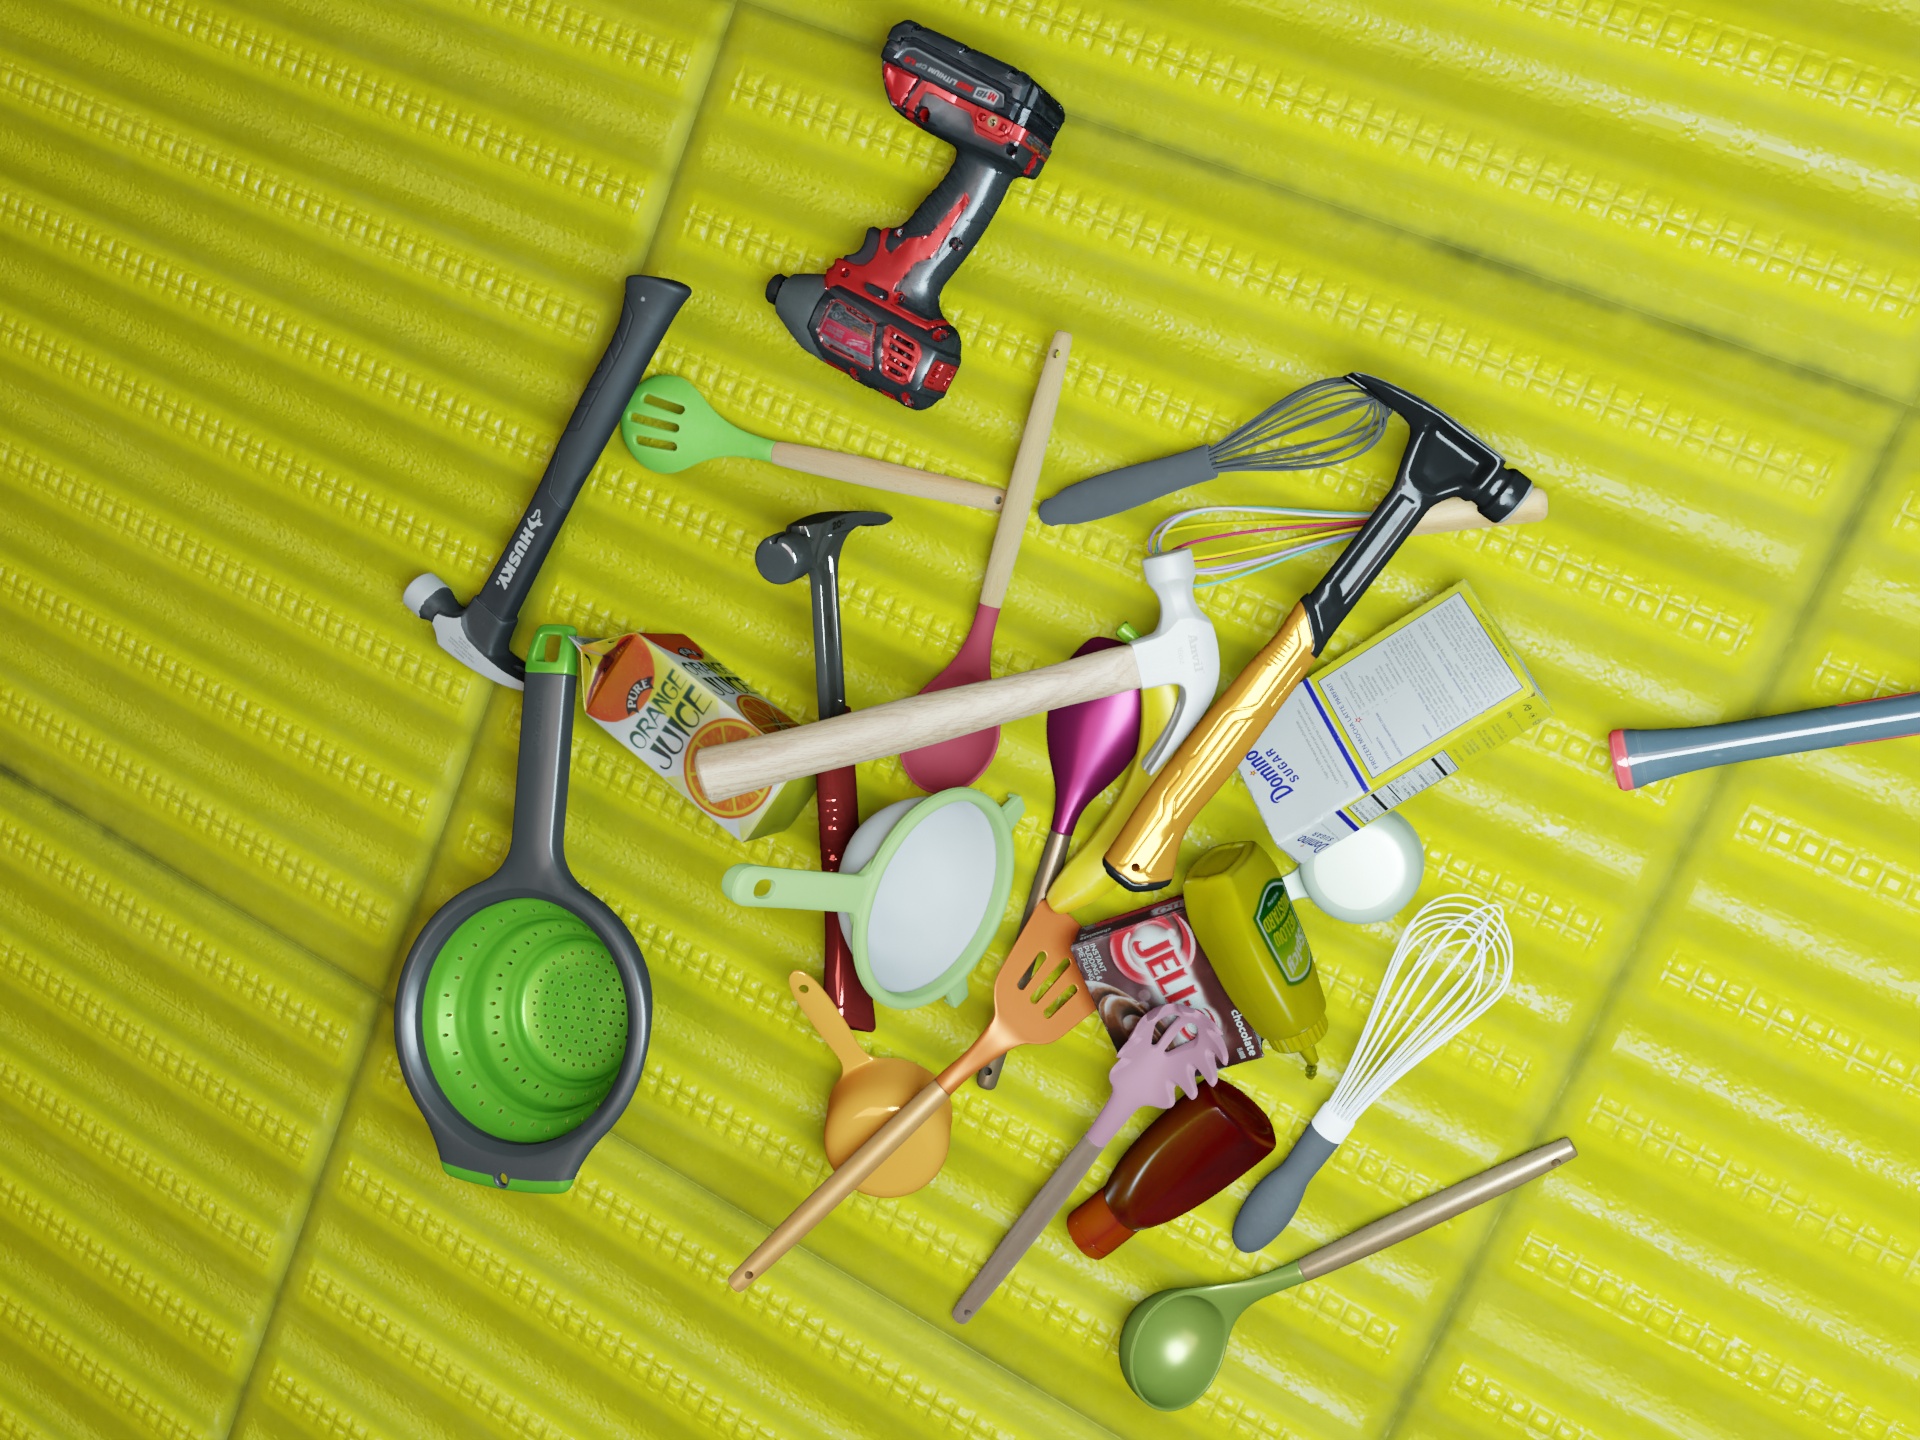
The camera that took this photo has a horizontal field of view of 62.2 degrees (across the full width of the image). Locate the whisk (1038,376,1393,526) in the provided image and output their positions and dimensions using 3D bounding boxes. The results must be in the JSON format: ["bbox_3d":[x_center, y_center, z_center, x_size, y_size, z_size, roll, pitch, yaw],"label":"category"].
[{"bbox_3d":[0.158,-0.166,1.010,0.239,0.055,0.055,-15,88,24],"label":"whisk"}]

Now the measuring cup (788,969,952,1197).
[{"bbox_3d":[-0.070,0.246,1.068,0.095,0.052,0.173,-27,109,11],"label":"measuring cup"}]

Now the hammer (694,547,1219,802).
[{"bbox_3d":[-0.002,-0.003,0.990,0.331,0.031,0.130,-15,99,2],"label":"hammer"}]

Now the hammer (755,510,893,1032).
[{"bbox_3d":[-0.080,0.040,1.079,0.037,0.149,0.359,3,105,21],"label":"hammer"}]

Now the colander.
[{"bbox_3d":[-0.291,0.132,1.156,0.204,0.094,0.397,3,87,18],"label":"colander"}]

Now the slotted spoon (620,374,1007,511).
[{"bbox_3d":[-0.105,-0.184,1.107,0.314,0.031,0.070,15,100,16],"label":"slotted spoon"}]

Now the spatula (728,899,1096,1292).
[{"bbox_3d":[-0.029,0.254,1.039,0.322,0.041,0.081,-43,94,-2],"label":"spatula"}]

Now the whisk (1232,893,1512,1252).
[{"bbox_3d":[0.252,0.227,0.994,0.070,0.070,0.284,35,108,14],"label":"whisk"}]

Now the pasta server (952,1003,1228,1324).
[{"bbox_3d":[0.074,0.296,1.037,0.060,0.040,0.316,30,114,-4],"label":"pasta server"}]

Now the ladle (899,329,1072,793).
[{"bbox_3d":[0.025,-0.102,1.054,0.069,0.031,0.315,18,102,13],"label":"ladle"}]

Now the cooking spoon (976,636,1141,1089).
[{"bbox_3d":[0.061,0.100,1.068,0.069,0.017,0.319,18,98,16],"label":"cooking spoon"}]

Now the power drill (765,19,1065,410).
[{"bbox_3d":[-0.035,-0.331,1.051,0.143,0.078,0.219,30,105,16],"label":"power drill"}]

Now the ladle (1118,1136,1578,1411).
[{"bbox_3d":[0.241,0.344,1.000,0.320,0.062,0.078,-31,112,15],"label":"ladle"}]

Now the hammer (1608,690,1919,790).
[{"bbox_3d":[0.550,-0.010,0.841,0.386,0.143,0.038,-11,86,23],"label":"hammer"}]

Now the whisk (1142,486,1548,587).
[{"bbox_3d":[0.234,-0.117,0.985,0.245,0.047,0.051,-5,90,16],"label":"whisk"}]

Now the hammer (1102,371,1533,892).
[{"bbox_3d":[0.188,-0.041,0.950,0.127,0.034,0.337,35,98,-3],"label":"hammer"}]

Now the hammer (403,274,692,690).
[{"bbox_3d":[-0.280,-0.170,1.139,0.146,0.035,0.334,40,113,13],"label":"hammer"}]

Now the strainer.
[{"bbox_3d":[-0.068,0.102,1.005,0.069,0.256,0.151,20,95,39],"label":"strainer"}]

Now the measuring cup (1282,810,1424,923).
[{"bbox_3d":[0.210,0.107,1.006,0.167,0.038,0.083,-24,85,18],"label":"measuring cup"}]
